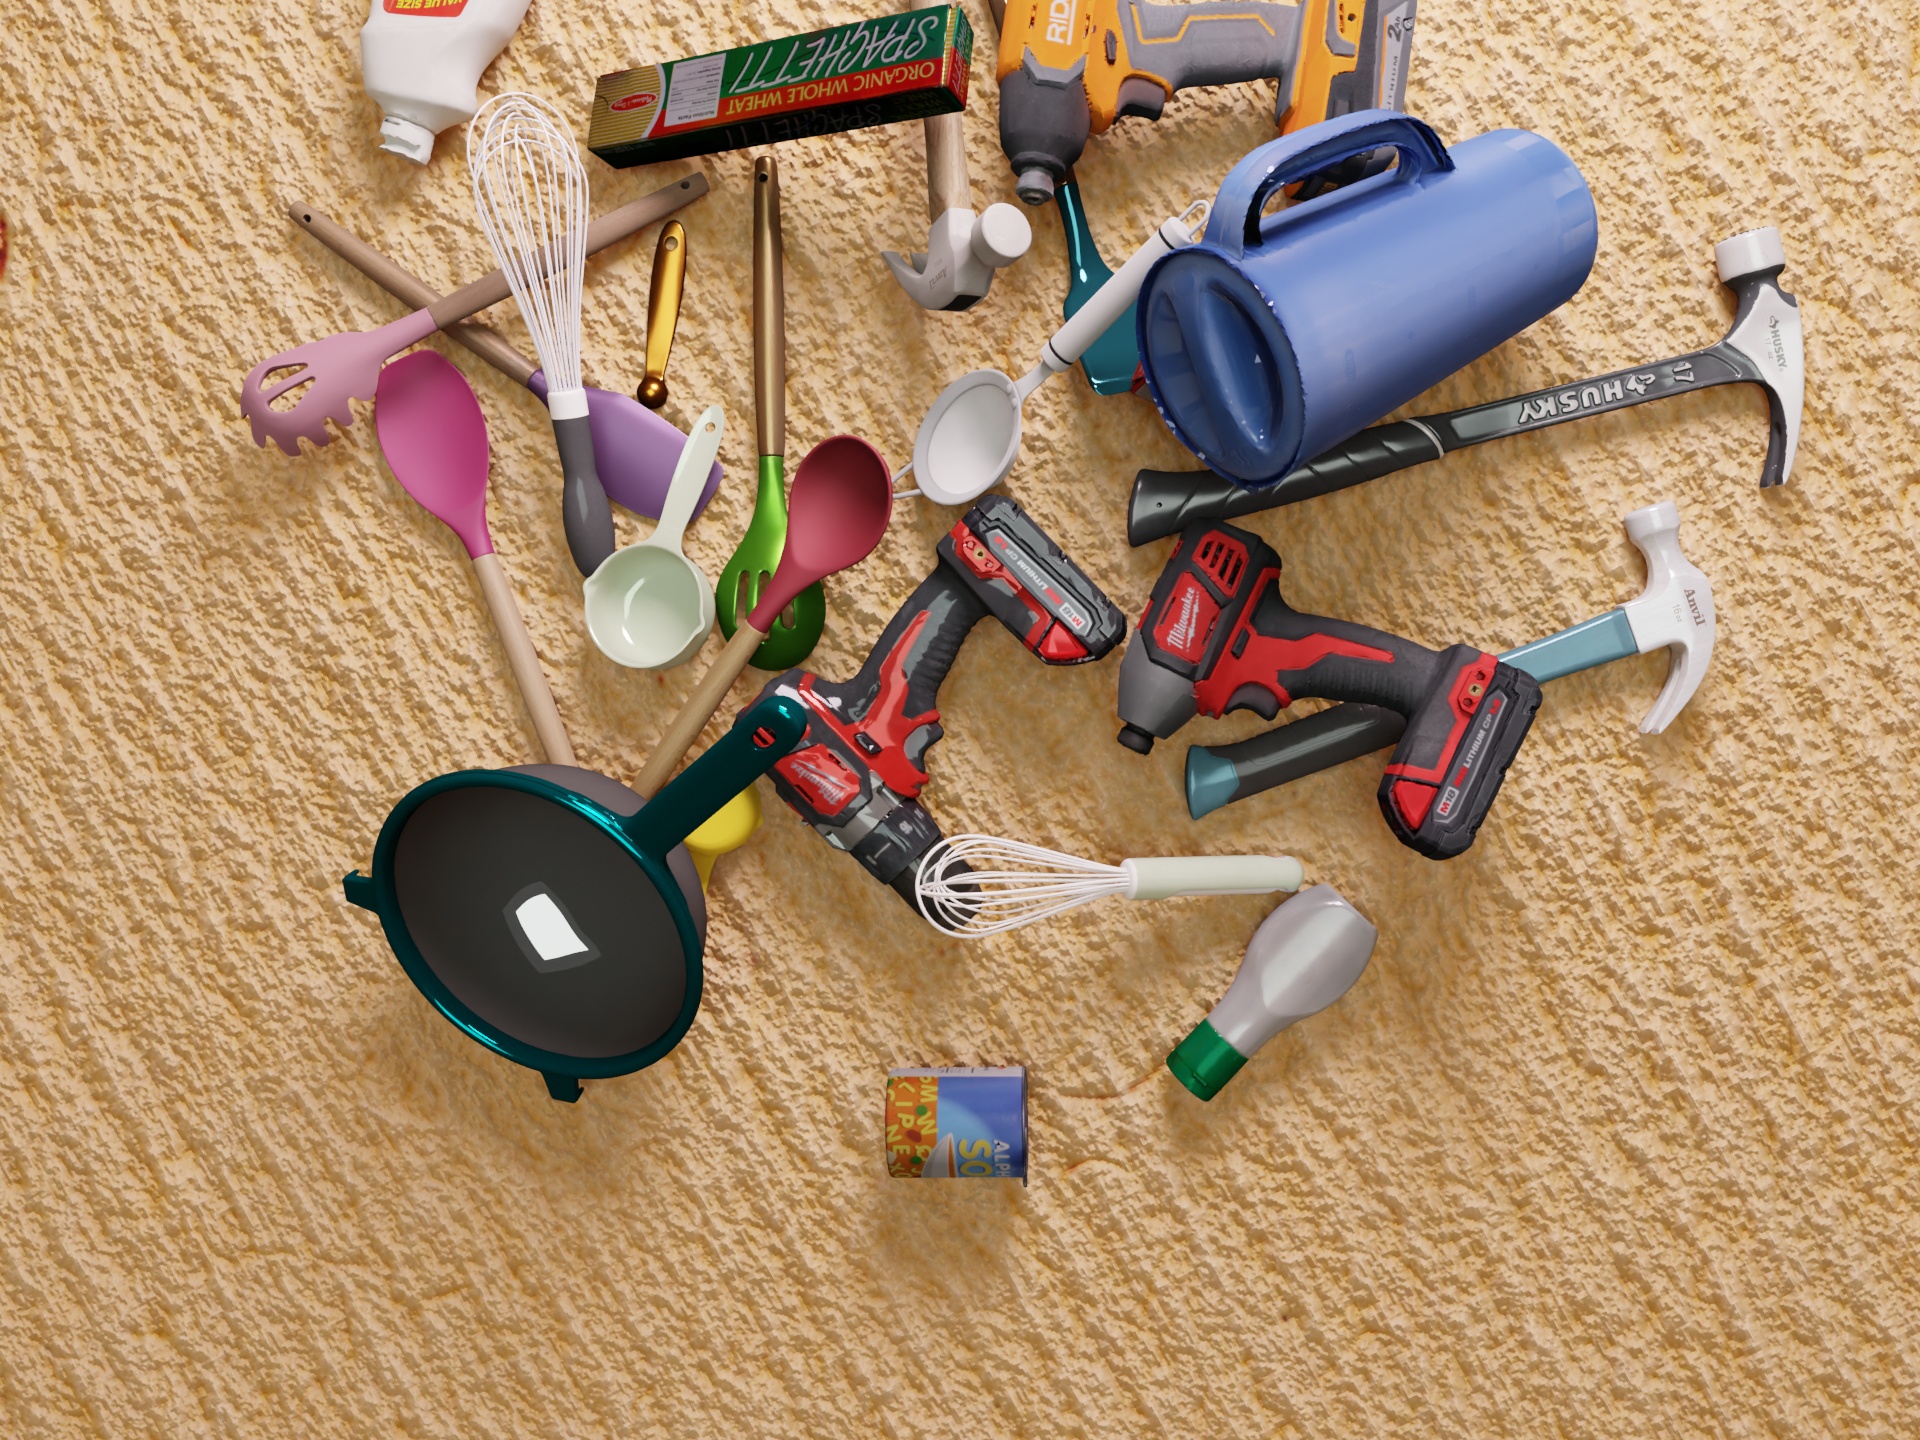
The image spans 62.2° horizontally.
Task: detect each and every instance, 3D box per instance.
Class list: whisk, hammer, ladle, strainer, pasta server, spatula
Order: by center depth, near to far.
[{"bbox_3d":[-0.189,0.069,0.915,0.340,0.095,0.211,-38,100,30],"label":"strainer"},{"bbox_3d":[0.052,-0.203,0.915,0.258,0.050,0.087,-41,51,35],"label":"strainer"},{"bbox_3d":[-0.016,-0.399,0.929,0.031,0.130,0.331,-1,81,-26],"label":"hammer"},{"bbox_3d":[0.091,0.095,0.934,0.246,0.058,0.059,0,83,-18],"label":"whisk"},{"bbox_3d":[-0.237,-0.220,0.943,0.070,0.070,0.284,-5,110,3],"label":"whisk"},{"bbox_3d":[0.059,-0.346,0.946,0.082,0.044,0.317,-20,92,-16],"label":"spatula"},{"bbox_3d":[0.297,-0.168,0.948,0.409,0.036,0.149,-14,93,4],"label":"hammer"},{"bbox_3d":[-0.136,-0.036,0.955,0.069,0.031,0.315,42,107,18],"label":"ladle"},{"bbox_3d":[0.289,-0.015,0.956,0.331,0.033,0.128,-20,90,4],"label":"hammer"},{"bbox_3d":[-0.294,-0.254,0.966,0.316,0.040,0.060,-29,89,-6],"label":"pasta server"},{"bbox_3d":[-0.286,-0.225,0.986,0.316,0.018,0.060,36,98,0],"label":"spatula"}]

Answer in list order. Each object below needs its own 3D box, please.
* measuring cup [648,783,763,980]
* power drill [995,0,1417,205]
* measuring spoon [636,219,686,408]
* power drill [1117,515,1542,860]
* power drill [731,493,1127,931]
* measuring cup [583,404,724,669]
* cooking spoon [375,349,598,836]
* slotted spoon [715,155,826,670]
[{"bbox_3d":[-0.168,0.102,0.987,0.062,0.029,0.156,17,92,2],"label":"measuring cup"},{"bbox_3d":[0.133,-0.360,0.908,0.226,0.084,0.164,9,85,-4],"label":"power drill"},{"bbox_3d":[-0.185,-0.251,0.982,0.021,0.011,0.117,8,93,3],"label":"measuring spoon"},{"bbox_3d":[0.201,-0.011,0.910,0.220,0.078,0.143,27,90,9],"label":"power drill"},{"bbox_3d":[-0.002,-0.003,0.953,0.226,0.080,0.188,-44,90,7],"label":"power drill"},{"bbox_3d":[-0.172,-0.110,0.975,0.083,0.038,0.167,19,88,13],"label":"measuring cup"},{"bbox_3d":[-0.289,-0.078,0.992,0.069,0.017,0.319,-21,91,6],"label":"cooking spoon"},{"bbox_3d":[-0.119,-0.187,0.975,0.070,0.031,0.314,0,91,8],"label":"slotted spoon"}]
